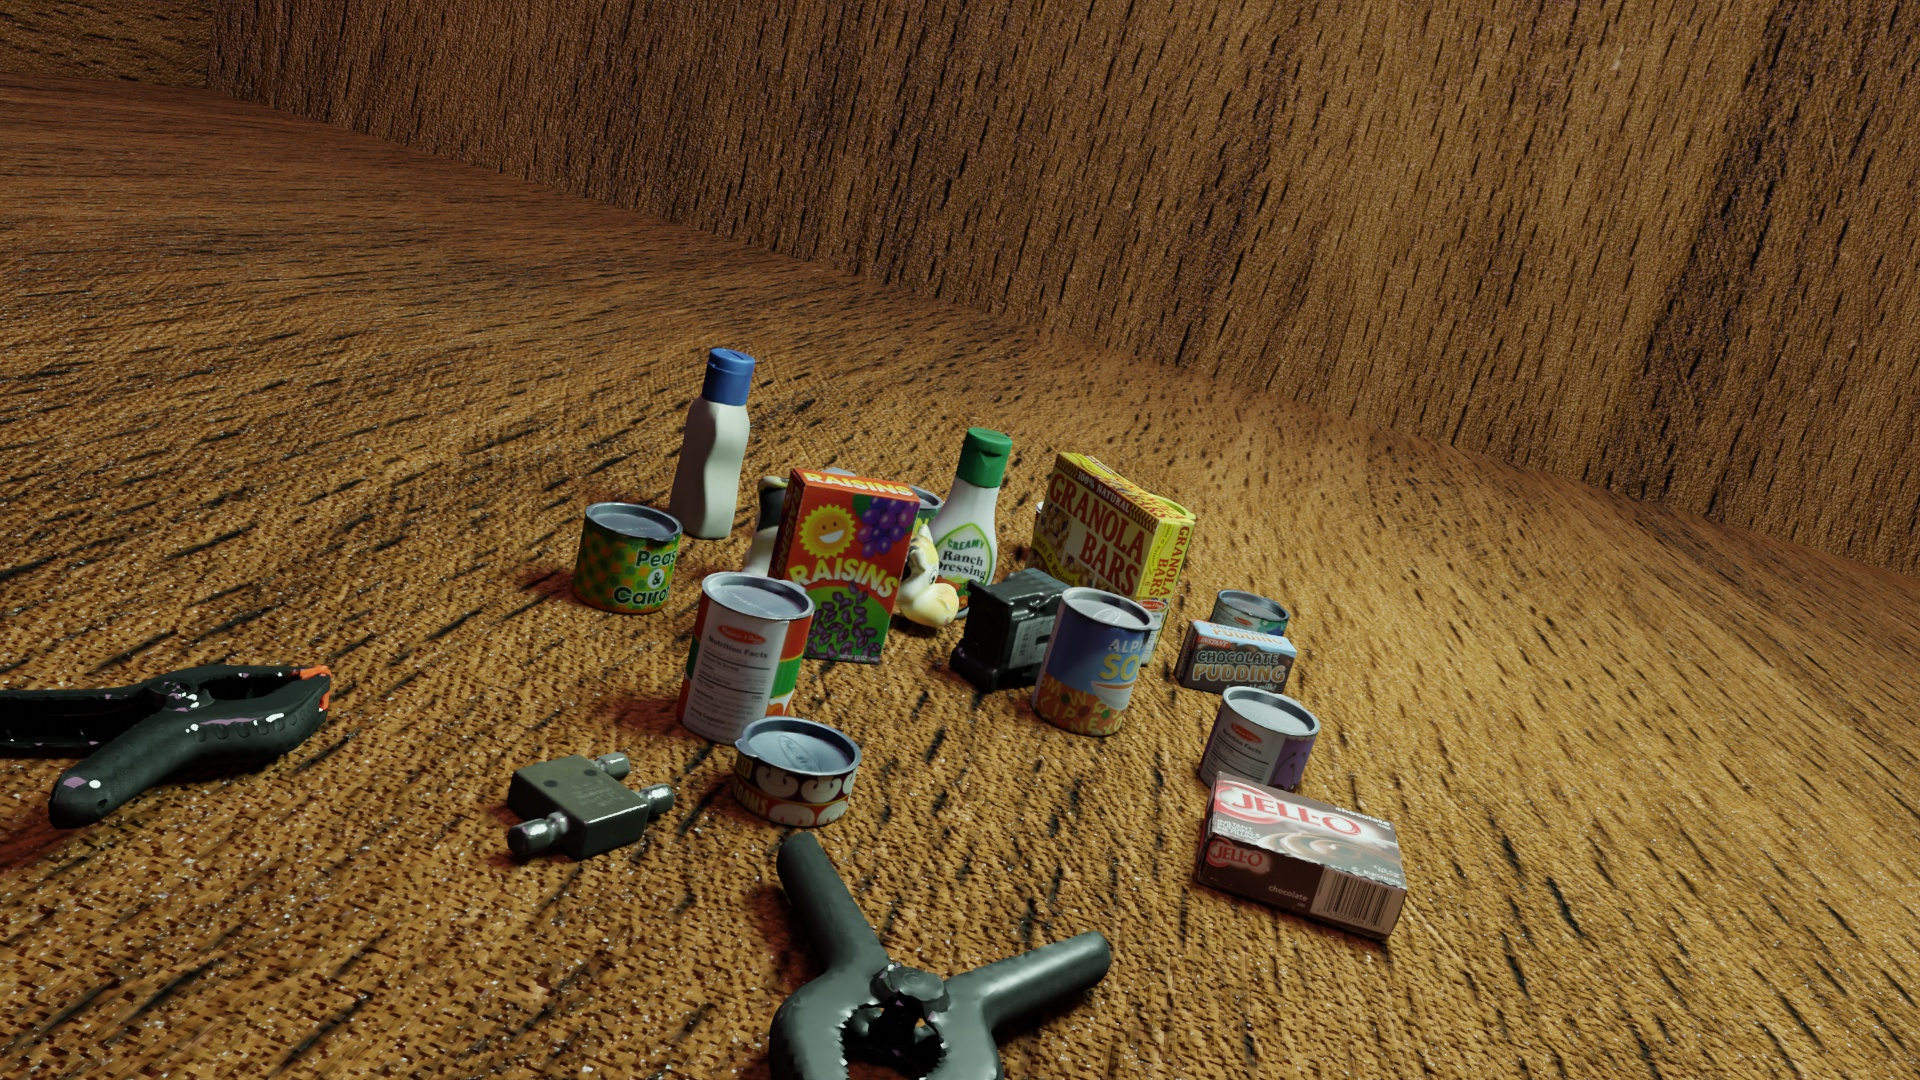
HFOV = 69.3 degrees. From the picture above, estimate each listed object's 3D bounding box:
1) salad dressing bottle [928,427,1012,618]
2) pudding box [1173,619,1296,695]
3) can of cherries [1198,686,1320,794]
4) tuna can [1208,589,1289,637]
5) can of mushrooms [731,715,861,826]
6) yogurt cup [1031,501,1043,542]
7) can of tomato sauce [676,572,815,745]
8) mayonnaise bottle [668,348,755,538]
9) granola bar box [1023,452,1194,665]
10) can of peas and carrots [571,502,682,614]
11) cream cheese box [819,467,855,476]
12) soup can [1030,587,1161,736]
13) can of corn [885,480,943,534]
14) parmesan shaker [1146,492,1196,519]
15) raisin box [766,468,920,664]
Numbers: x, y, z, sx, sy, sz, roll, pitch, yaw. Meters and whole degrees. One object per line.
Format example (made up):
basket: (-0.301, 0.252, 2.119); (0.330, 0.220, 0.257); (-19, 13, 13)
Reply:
salad dressing bottle: (0.004, -0.014, 1.085); (0.064, 0.147, 0.044); (11, 17, -15)
pudding box: (0.215, 0.095, 1.089); (0.084, 0.049, 0.030); (12, 16, -10)
can of cherries: (0.199, 0.138, 0.922); (0.071, 0.058, 0.072); (14, 16, -4)
tuna can: (0.257, 0.071, 1.232); (0.071, 0.032, 0.071); (14, 17, -4)
can of mushrooms: (-0.092, 0.125, 0.754); (0.071, 0.033, 0.071); (14, 17, -4)
yogurt cup: (0.097, 0.000, 1.285); (0.072, 0.053, 0.072); (14, 16, -4)
can of tomato sauce: (-0.126, 0.069, 0.818); (0.071, 0.082, 0.071); (14, 16, -4)
mayonnaise bottle: (-0.198, -0.079, 1.119); (0.041, 0.147, 0.065); (1, 22, -41)
granola bar box: (0.118, 0.012, 1.142); (0.039, 0.123, 0.166); (6, 19, -28)
can of peas and carrots: (-0.227, 0.013, 0.953); (0.071, 0.058, 0.071); (14, 16, -4)
cream cheese box: (-0.126, -0.028, 1.182); (0.024, 0.053, 0.104); (20, 17, 16)
soup can: (0.093, 0.084, 0.957); (0.071, 0.083, 0.071); (14, 16, -4)
can of corn: (-0.054, -0.012, 1.186); (0.071, 0.058, 0.071); (14, 16, -4)
parmesan shaker: (0.153, 0.017, 1.195); (0.071, 0.102, 0.071); (14, 16, -4)
raisin box: (-0.084, 0.018, 0.948); (0.086, 0.123, 0.040); (8, 18, -23)
